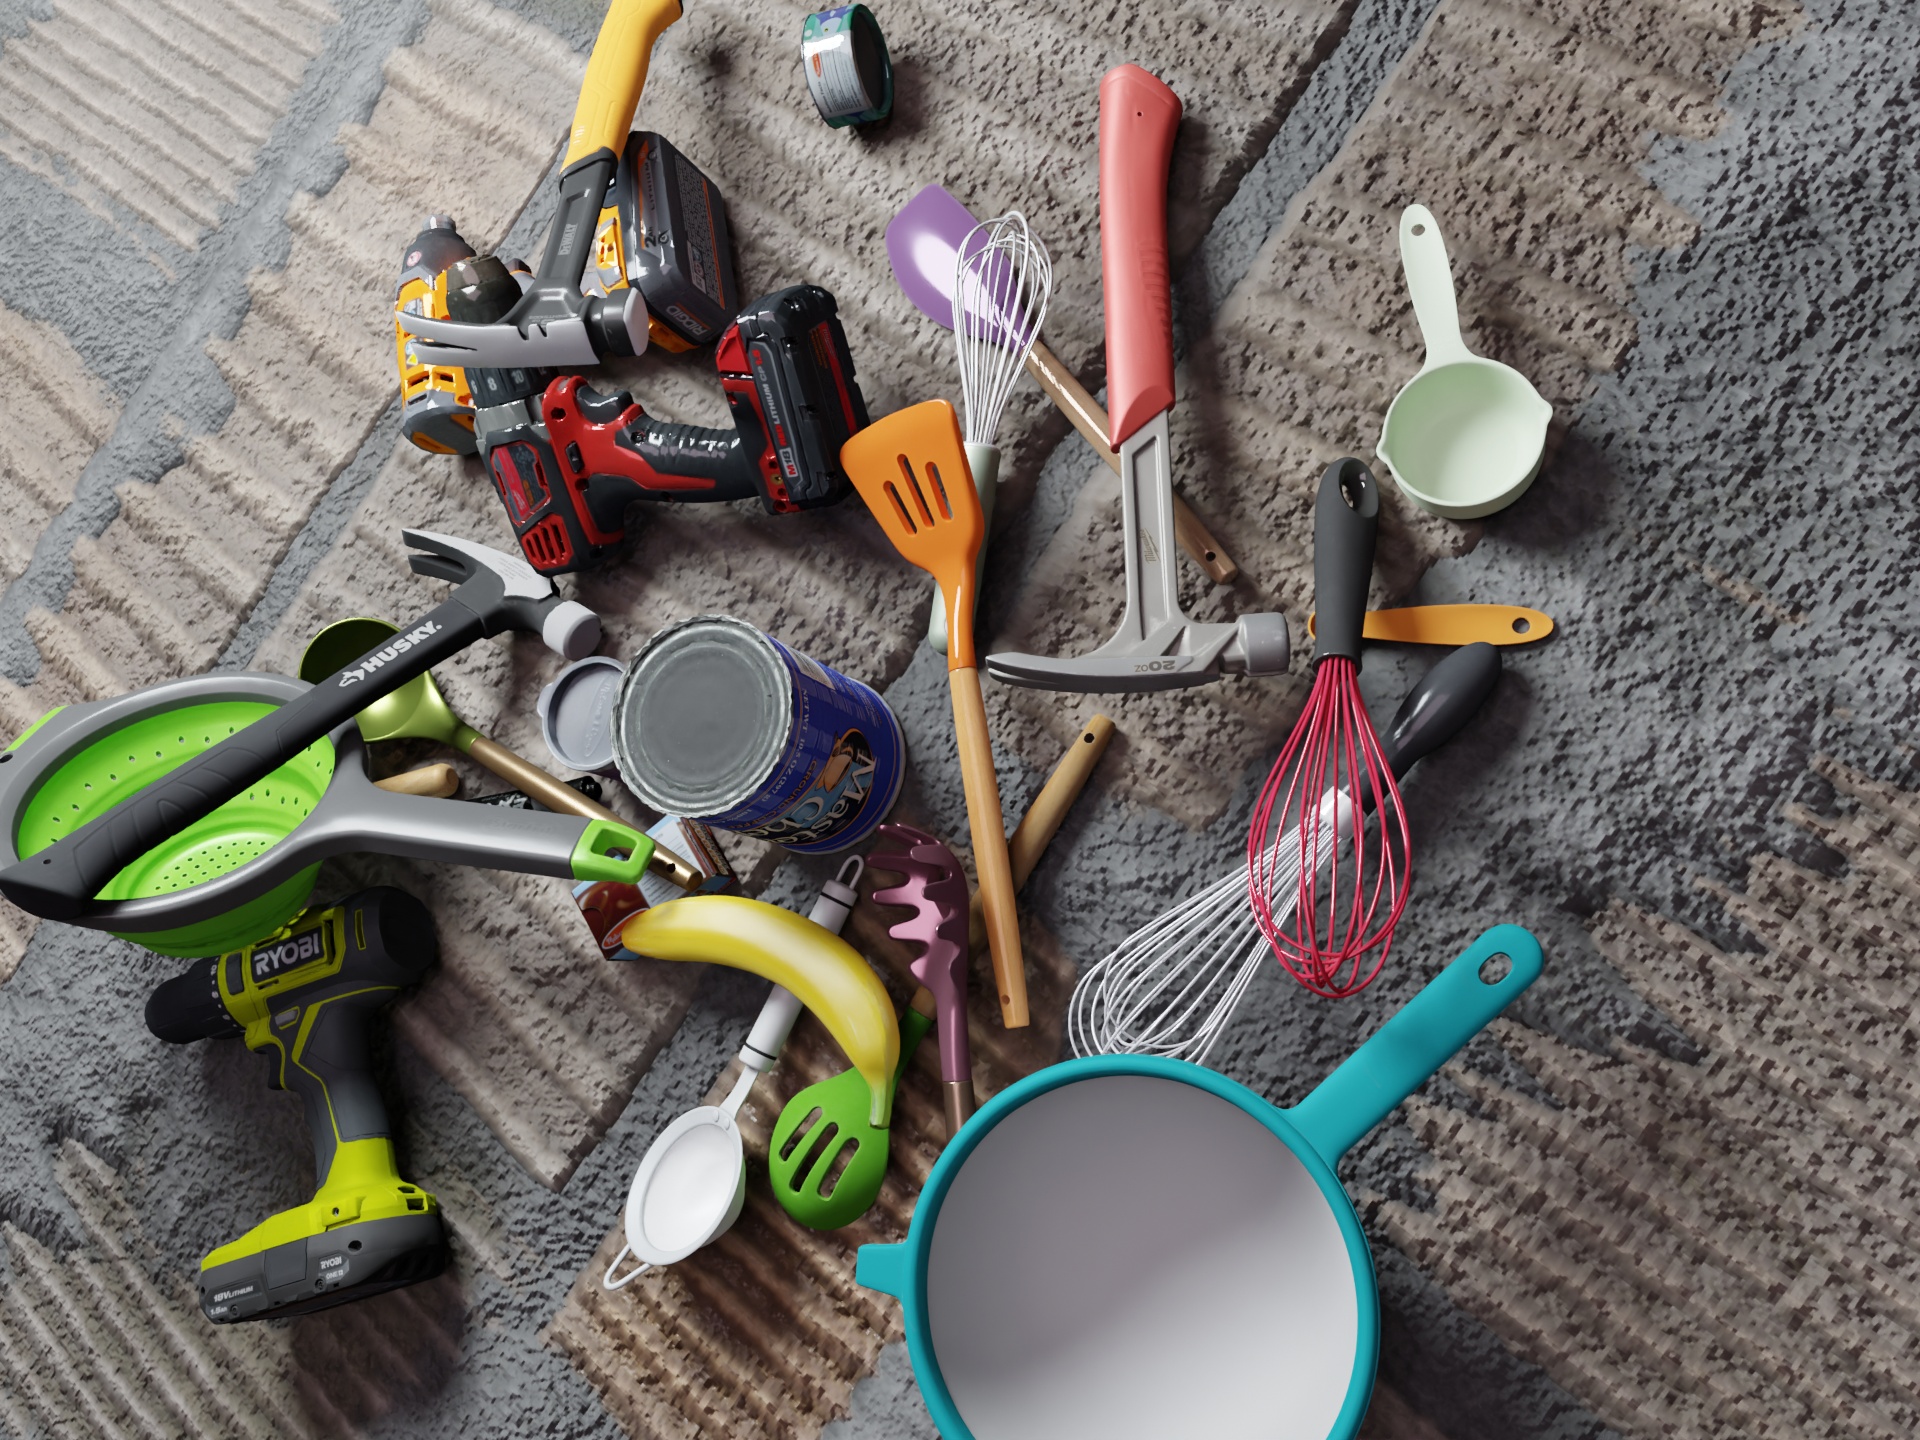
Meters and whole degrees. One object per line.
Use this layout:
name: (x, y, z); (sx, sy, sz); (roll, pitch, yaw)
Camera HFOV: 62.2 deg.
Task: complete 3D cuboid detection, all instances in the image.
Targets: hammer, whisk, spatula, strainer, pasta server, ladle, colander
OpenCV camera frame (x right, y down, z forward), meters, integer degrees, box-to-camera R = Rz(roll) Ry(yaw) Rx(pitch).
hammer: (0.086, -0.188, 0.840); (0.149, 0.036, 0.359); (-2, 71, 4)
whisk: (-0.428, 0.063, 1.008); (0.245, 0.051, 0.047); (-15, 67, 15)
hammer: (-0.374, -0.001, 0.894); (0.146, 0.035, 0.335); (30, 51, 24)
whisk: (0.011, -0.157, 0.873); (0.059, 0.057, 0.246); (9, 90, 65)
whisk: (0.162, 0.069, 0.768); (0.284, 0.070, 0.070); (-47, 66, 1)
spatula: (-0.001, -0.003, 0.823); (0.081, 0.041, 0.323); (-17, 77, 37)
hammer: (-0.215, -0.324, 0.906); (0.127, 0.034, 0.337); (-1, 54, 7)
strainer: (0.132, 0.216, 0.725); (0.340, 0.095, 0.211); (-44, 70, 4)
pasta server: (-0.006, 0.208, 0.792); (0.060, 0.040, 0.316); (-15, 78, 61)
whisk: (0.174, -0.008, 0.739); (0.073, 0.073, 0.296); (-2, 56, 21)
spatula: (0.051, -0.188, 0.887); (0.060, 0.018, 0.316); (-43, 66, 13)
ladle: (-0.273, 0.023, 0.930); (0.320, 0.062, 0.078); (26, 86, 30)
strainer: (-0.110, 0.190, 0.854); (0.087, 0.050, 0.258); (17, 78, 52)
colander: (-0.360, 0.078, 0.905); (0.397, 0.094, 0.205); (7, 41, 10)

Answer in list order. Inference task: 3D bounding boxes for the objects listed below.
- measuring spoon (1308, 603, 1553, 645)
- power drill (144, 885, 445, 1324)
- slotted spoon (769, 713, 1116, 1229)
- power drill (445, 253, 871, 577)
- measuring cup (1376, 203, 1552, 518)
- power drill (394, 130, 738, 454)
measuring spoon: (0.232, -0.046, 0.790); (0.117, 0.011, 0.021); (1, 78, 18)
power drill: (-0.395, 0.228, 0.939); (0.190, 0.080, 0.229); (-20, 69, 15)
slotted spoon: (-0.008, 0.130, 0.835); (0.070, 0.031, 0.314); (33, 90, 25)
power drill: (-0.179, -0.188, 0.905); (0.227, 0.080, 0.187); (-8, 112, 20)
measuring cup: (0.245, -0.179, 0.799); (0.083, 0.038, 0.168); (-12, 72, 19)
power drill: (-0.259, -0.278, 0.997); (0.226, 0.084, 0.164); (-18, 70, 21)
